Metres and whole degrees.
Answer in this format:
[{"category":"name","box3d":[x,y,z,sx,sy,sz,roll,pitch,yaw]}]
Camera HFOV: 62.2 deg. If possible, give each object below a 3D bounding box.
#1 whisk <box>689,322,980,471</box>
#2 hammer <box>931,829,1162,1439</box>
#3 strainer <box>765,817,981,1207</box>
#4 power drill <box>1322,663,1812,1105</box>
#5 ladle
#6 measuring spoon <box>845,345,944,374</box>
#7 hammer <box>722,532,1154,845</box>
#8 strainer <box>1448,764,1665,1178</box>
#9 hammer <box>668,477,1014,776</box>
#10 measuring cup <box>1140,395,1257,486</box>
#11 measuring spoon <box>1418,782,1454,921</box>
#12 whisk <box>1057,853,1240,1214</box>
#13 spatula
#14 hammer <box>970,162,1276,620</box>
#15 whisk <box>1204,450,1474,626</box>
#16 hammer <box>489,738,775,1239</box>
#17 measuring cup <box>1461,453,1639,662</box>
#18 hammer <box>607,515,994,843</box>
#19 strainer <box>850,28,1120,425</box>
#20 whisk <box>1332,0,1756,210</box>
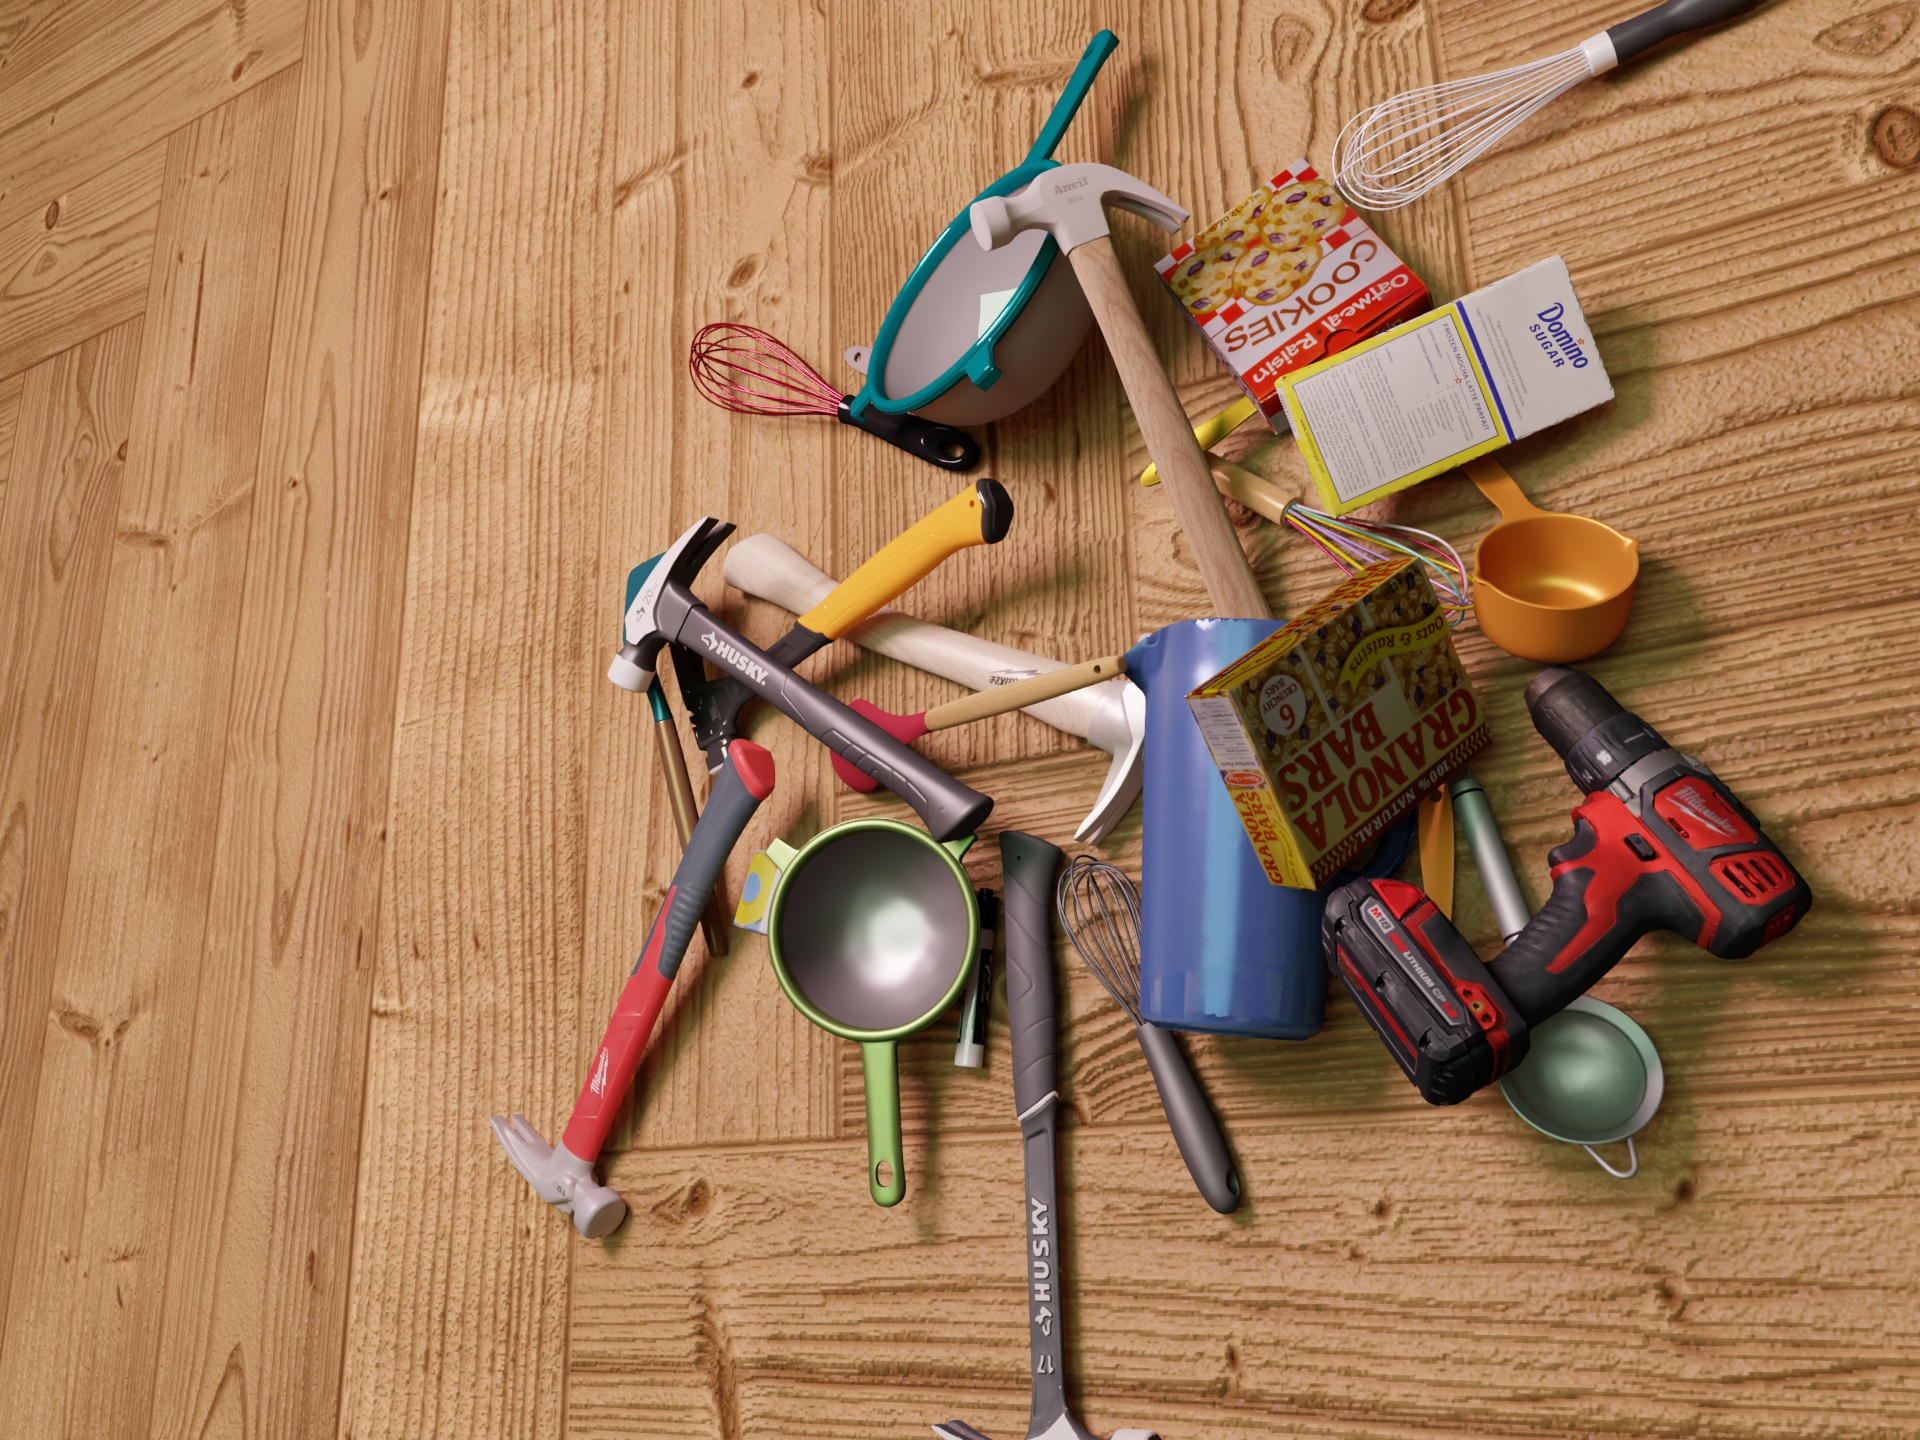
[{"category":"whisk","box3d":[-0.105,-0.252,1.258,0.296,0.073,0.073,26,90,28]},{"category":"hammer","box3d":[0.047,0.270,1.024,0.149,0.036,0.409,-12,69,30]},{"category":"strainer","box3d":[-0.049,0.196,1.088,0.151,0.069,0.256,-6,81,14]},{"category":"power drill","box3d":[0.307,0.081,0.859,0.226,0.080,0.188,-29,57,-4]},{"category":"ladle","box3d":[-0.002,-0.003,1.067,0.315,0.031,0.069,-17,80,49]},{"category":"measuring spoon","box3d":[-0.049,-0.273,1.255,0.124,0.018,0.034,32,102,41]},{"category":"hammer","box3d":[-0.030,-0.047,1.163,0.411,0.038,0.146,24,91,35]},{"category":"strainer","box3d":[0.319,0.133,0.891,0.087,0.050,0.259,-12,61,1]},{"category":"hammer","box3d":[-0.093,-0.084,1.163,0.337,0.034,0.127,-32,70,35]},{"category":"measuring cup","box3d":[0.191,-0.198,1.063,0.156,0.029,0.062,-34,50,15]},{"category":"measuring spoon","box3d":[0.285,0.087,0.945,0.021,0.011,0.117,-9,68,31]},{"category":"whisk","box3d":[0.119,0.192,0.994,0.055,0.055,0.239,-32,66,21]},{"category":"spatula","box3d":[-0.213,0.024,1.226,0.082,0.044,0.317,-16,85,38]},{"category":"hammer","box3d":[0.129,-0.201,1.025,0.130,0.031,0.331,-24,92,-12]},{"category":"whisk","box3d":[0.232,-0.125,1.024,0.047,0.051,0.245,-44,51,-11]},{"category":"hammer","box3d":[-0.241,0.185,1.196,0.143,0.038,0.386,31,102,36]},{"category":"measuring cup","box3d":[0.333,-0.100,0.945,0.095,0.052,0.174,-13,41,-1]},{"category":"hammer","box3d":[-0.108,-0.018,1.110,0.335,0.035,0.146,33,102,29]},{"category":"strainer","box3d":[0.061,-0.343,1.157,0.211,0.095,0.340,4,64,59]},{"category":"whisk","box3d":[0.371,-0.405,1.004,0.284,0.070,0.070,-22,65,20]}]
